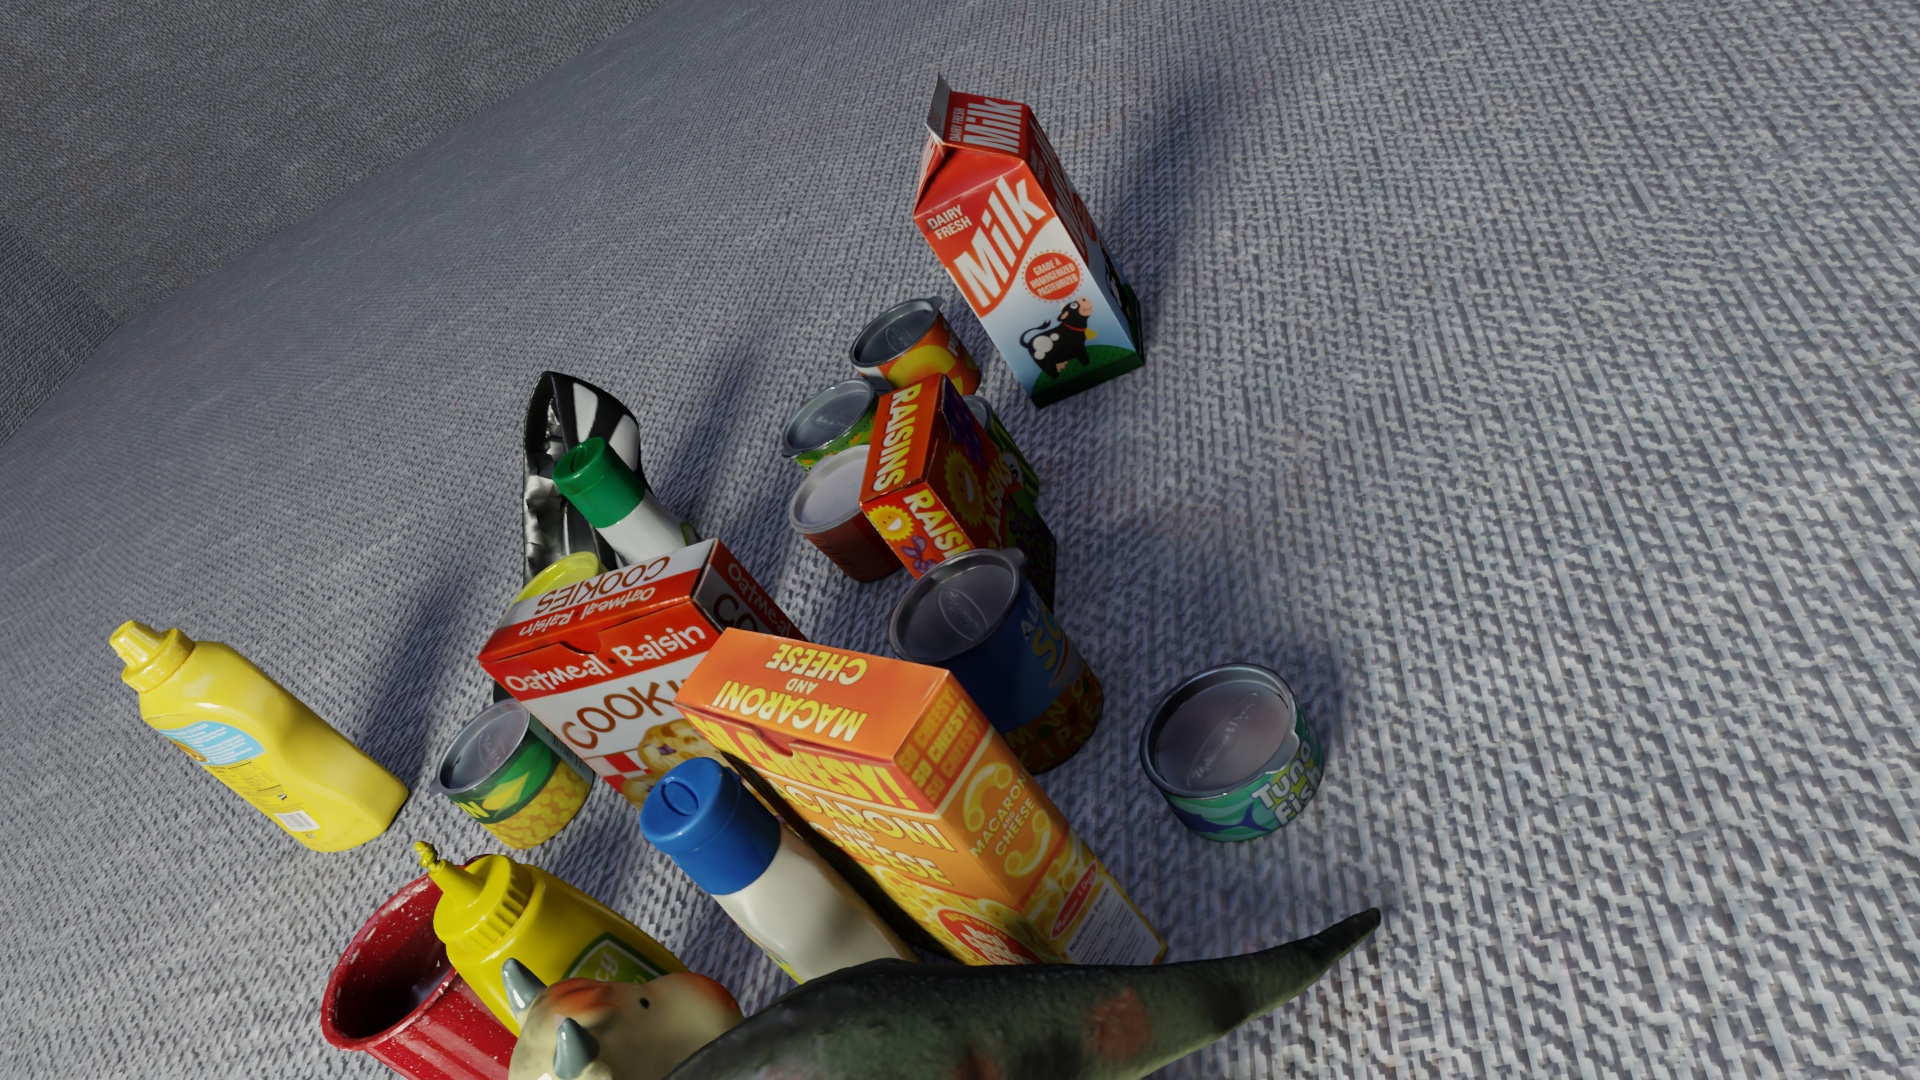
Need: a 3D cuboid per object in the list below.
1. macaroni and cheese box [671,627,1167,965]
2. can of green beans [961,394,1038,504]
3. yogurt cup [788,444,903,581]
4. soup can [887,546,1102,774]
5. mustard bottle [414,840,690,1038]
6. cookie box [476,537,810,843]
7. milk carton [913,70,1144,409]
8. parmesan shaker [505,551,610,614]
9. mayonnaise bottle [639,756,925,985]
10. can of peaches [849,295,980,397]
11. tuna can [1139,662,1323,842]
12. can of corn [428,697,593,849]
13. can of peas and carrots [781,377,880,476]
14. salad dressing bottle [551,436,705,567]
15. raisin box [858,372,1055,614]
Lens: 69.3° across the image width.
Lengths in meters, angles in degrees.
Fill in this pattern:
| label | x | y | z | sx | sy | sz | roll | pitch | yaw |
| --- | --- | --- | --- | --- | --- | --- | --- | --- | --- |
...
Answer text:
| label | x | y | z | sx | sy | sz | roll | pitch | yaw |
| --- | --- | --- | --- | --- | --- | --- | --- | --- | --- |
| macaroni and cheese box | -0.014 | 0.106 | 0.511 | 0.123 | 0.166 | 0.040 | 5 | 51 | 45 |
| can of green beans | 0.002 | -0.038 | 0.775 | 0.071 | 0.057 | 0.071 | -24 | 35 | 18 |
| yogurt cup | -0.057 | -0.013 | 0.801 | 0.072 | 0.053 | 0.073 | -24 | 35 | 18 |
| soup can | 0.019 | 0.054 | 0.622 | 0.071 | 0.083 | 0.072 | -24 | 35 | 18 |
| mustard bottle | -0.168 | 0.174 | 0.571 | 0.049 | 0.159 | 0.065 | 4 | 50 | 45 |
| cookie box | -0.115 | 0.081 | 0.631 | 0.123 | 0.167 | 0.040 | -17 | 38 | 27 |
| milk carton | 0.032 | -0.176 | 0.798 | 0.073 | 0.190 | 0.073 | -21 | 36 | 21 |
| parmesan shaker | -0.200 | 0.067 | 0.785 | 0.071 | 0.102 | 0.072 | -24 | 35 | 18 |
| mayonnaise bottle | -0.063 | 0.140 | 0.530 | 0.041 | 0.147 | 0.065 | -46 | 34 | -15 |
| can of peaches | -0.027 | -0.115 | 0.896 | 0.071 | 0.058 | 0.071 | -24 | 35 | 18 |
| tuna can | 0.109 | 0.084 | 0.549 | 0.071 | 0.032 | 0.071 | -24 | 35 | 18 |
| can of corn | -0.255 | 0.135 | 0.790 | 0.071 | 0.058 | 0.071 | -24 | 35 | 18 |
| can of peas and carrots | -0.069 | -0.056 | 0.860 | 0.071 | 0.058 | 0.071 | -24 | 35 | 18 |
| salad dressing bottle | -0.173 | 0.005 | 0.796 | 0.044 | 0.147 | 0.064 | -29 | 34 | 11 |
| raisin box | 0.002 | -0.009 | 0.678 | 0.040 | 0.123 | 0.086 | -20 | 36 | 23 |
